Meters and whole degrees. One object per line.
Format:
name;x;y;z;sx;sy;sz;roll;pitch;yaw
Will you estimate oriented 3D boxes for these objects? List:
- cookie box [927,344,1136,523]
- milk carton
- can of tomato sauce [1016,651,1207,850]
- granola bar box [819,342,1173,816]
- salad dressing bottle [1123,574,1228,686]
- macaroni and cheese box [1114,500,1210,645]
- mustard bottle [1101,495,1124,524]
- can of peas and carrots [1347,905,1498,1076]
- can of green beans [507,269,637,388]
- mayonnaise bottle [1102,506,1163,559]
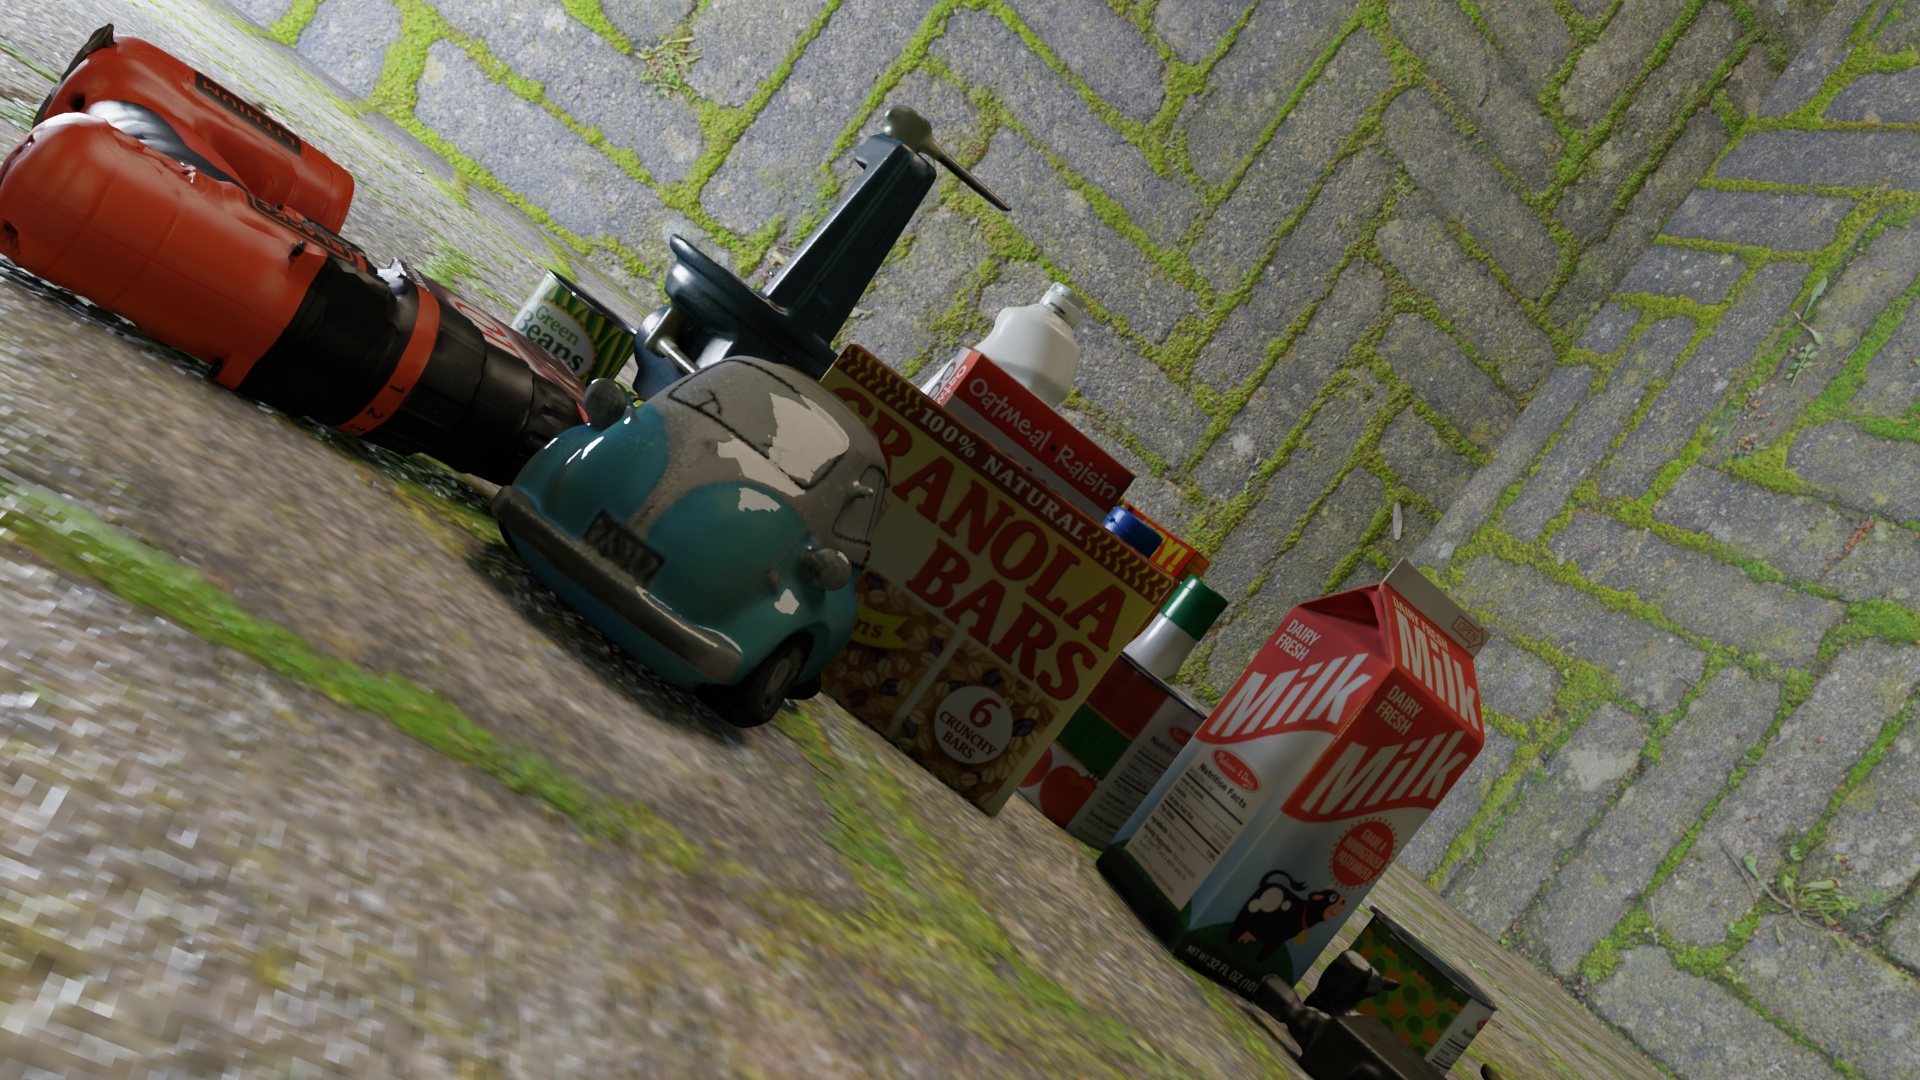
cookie box;0.003;-0.010;0.801;0.123;0.167;0.040;36;2;-23
milk carton;0.155;0.100;0.607;0.072;0.190;0.073;36;2;-28
can of tomato sauce;0.069;0.099;0.687;0.071;0.083;0.071;37;2;-1
granola bar box;-0.015;0.015;0.585;0.165;0.124;0.039;37;2;0
salad dressing bottle;0.141;0.093;1.033;0.044;0.147;0.064;38;2;27
macaroni and cheese box;0.099;0.046;1.110;0.124;0.166;0.040;38;2;33
mustard bottle;0.063;0.030;0.974;0.065;0.160;0.049;37;2;1
can of peas and carrots;0.201;0.215;0.644;0.071;0.058;0.071;37;2;-1
can of green beans;-0.226;-0.113;0.801;0.071;0.058;0.071;37;2;-1
mayonnaise bottle;0.068;0.048;0.864;0.041;0.148;0.065;36;2;-18
